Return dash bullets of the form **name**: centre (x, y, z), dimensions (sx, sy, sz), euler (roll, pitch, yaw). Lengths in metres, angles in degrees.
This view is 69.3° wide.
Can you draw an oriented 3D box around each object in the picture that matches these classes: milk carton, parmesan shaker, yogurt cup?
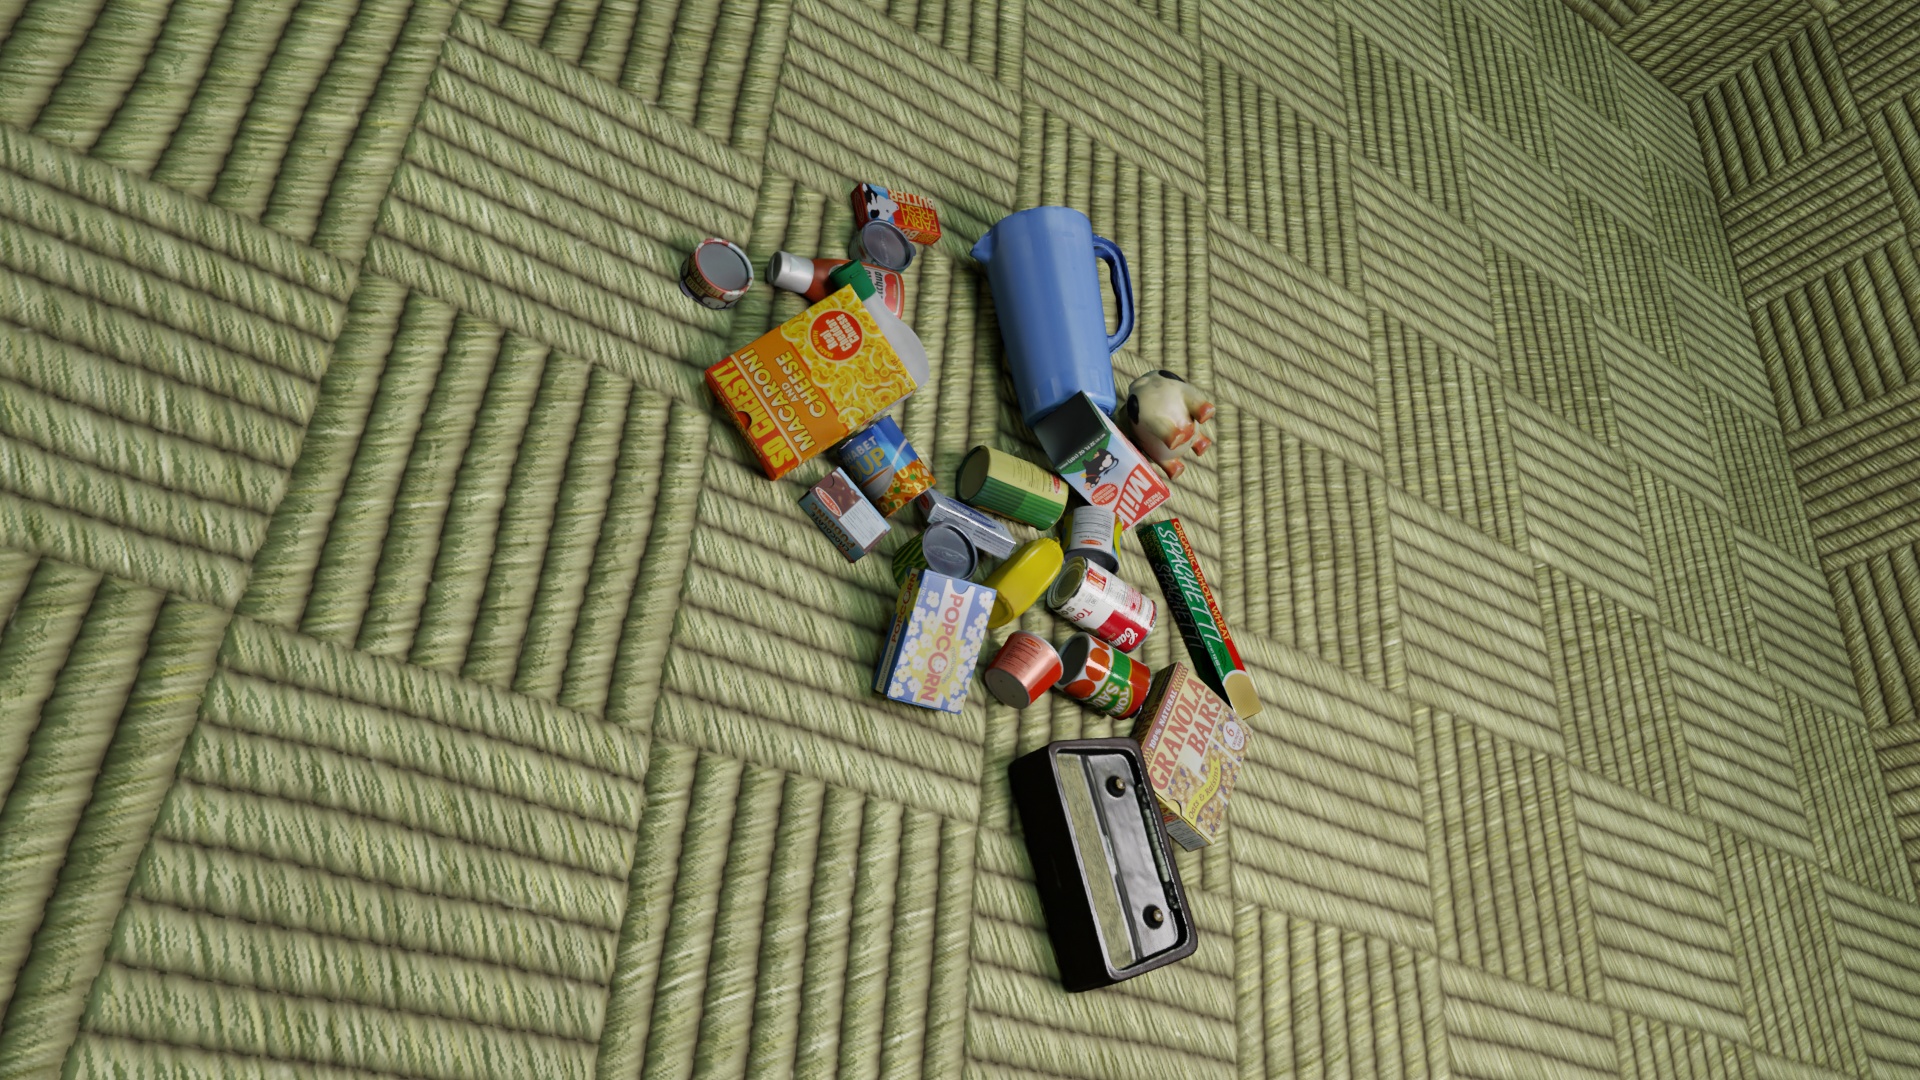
- **milk carton**: centre (0.167, -0.076, 1.544), dimensions (0.190, 0.072, 0.074), euler (39, 18, -43)
- **parmesan shaker**: centre (0.054, -0.058, 1.490), dimensions (0.103, 0.071, 0.071), euler (19, 57, -29)
- **yogurt cup**: centre (0.061, 0.132, 1.395), dimensions (0.072, 0.072, 0.054), euler (49, 55, -6)

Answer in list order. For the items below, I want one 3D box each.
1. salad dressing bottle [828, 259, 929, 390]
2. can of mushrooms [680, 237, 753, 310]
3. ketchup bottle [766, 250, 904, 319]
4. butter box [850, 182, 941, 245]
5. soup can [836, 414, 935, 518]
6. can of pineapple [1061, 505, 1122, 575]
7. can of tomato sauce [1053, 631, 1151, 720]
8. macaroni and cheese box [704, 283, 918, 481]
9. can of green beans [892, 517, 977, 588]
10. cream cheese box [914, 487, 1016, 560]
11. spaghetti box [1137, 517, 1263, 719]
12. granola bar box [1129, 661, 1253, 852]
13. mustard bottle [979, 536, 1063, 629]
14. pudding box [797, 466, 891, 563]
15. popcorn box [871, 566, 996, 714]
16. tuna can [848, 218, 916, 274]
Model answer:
- **salad dressing bottle**: centre (-0.086, -0.222, 1.452), dimensions (0.064, 0.044, 0.147), euler (-37, 112, -19)
- **can of mushrooms**: centre (-0.244, -0.266, 1.388), dimensions (0.071, 0.033, 0.071), euler (18, 57, -31)
- **ketchup bottle**: centre (-0.132, -0.270, 1.472), dimensions (0.149, 0.043, 0.065), euler (10, 71, -33)
- **butter box**: centre (-0.072, -0.372, 1.586), dimensions (0.104, 0.024, 0.053), euler (3, 64, -37)
- **soup can**: centre (-0.076, -0.073, 1.394), dimensions (0.072, 0.071, 0.084), euler (-35, 91, -43)
- **can of pineapple**: centre (0.143, 0.004, 1.527), dimensions (0.071, 0.070, 0.058), euler (27, 53, -25)
- **can of tomato sauce**: centre (0.147, 0.143, 1.452), dimensions (0.083, 0.071, 0.071), euler (29, 52, -22)
- **macaroni and cheese box**: centre (-0.145, -0.154, 1.349), dimensions (0.167, 0.040, 0.123), euler (-34, 89, -13)
- **can of green beans**: centre (-0.026, 0.022, 1.388), dimensions (0.071, 0.057, 0.071), euler (18, 57, -30)
- **cream cheese box**: centre (0.005, -0.018, 1.439), dimensions (0.104, 0.024, 0.053), euler (26, 15, -25)
- **spaghetti box**: centre (0.276, 0.092, 1.607), dimensions (0.050, 0.028, 0.250), euler (-12, 75, -42)
- **granola bar box**: centre (0.242, 0.231, 1.499), dimensions (0.124, 0.039, 0.166), euler (42, 48, -12)
- **mustard bottle**: centre (0.070, 0.035, 1.454), dimensions (0.049, 0.065, 0.161), euler (56, 42, -6)
- **pudding box**: centre (-0.113, -0.025, 1.364), dimensions (0.083, 0.030, 0.050), euler (49, 48, -6)
- **popcorn box**: centre (-0.025, 0.096, 1.326), dimensions (0.085, 0.038, 0.126), euler (18, 87, -29)
- **tuna can**: centre (-0.087, -0.319, 1.540), dimensions (0.071, 0.032, 0.071), euler (18, 57, -30)
